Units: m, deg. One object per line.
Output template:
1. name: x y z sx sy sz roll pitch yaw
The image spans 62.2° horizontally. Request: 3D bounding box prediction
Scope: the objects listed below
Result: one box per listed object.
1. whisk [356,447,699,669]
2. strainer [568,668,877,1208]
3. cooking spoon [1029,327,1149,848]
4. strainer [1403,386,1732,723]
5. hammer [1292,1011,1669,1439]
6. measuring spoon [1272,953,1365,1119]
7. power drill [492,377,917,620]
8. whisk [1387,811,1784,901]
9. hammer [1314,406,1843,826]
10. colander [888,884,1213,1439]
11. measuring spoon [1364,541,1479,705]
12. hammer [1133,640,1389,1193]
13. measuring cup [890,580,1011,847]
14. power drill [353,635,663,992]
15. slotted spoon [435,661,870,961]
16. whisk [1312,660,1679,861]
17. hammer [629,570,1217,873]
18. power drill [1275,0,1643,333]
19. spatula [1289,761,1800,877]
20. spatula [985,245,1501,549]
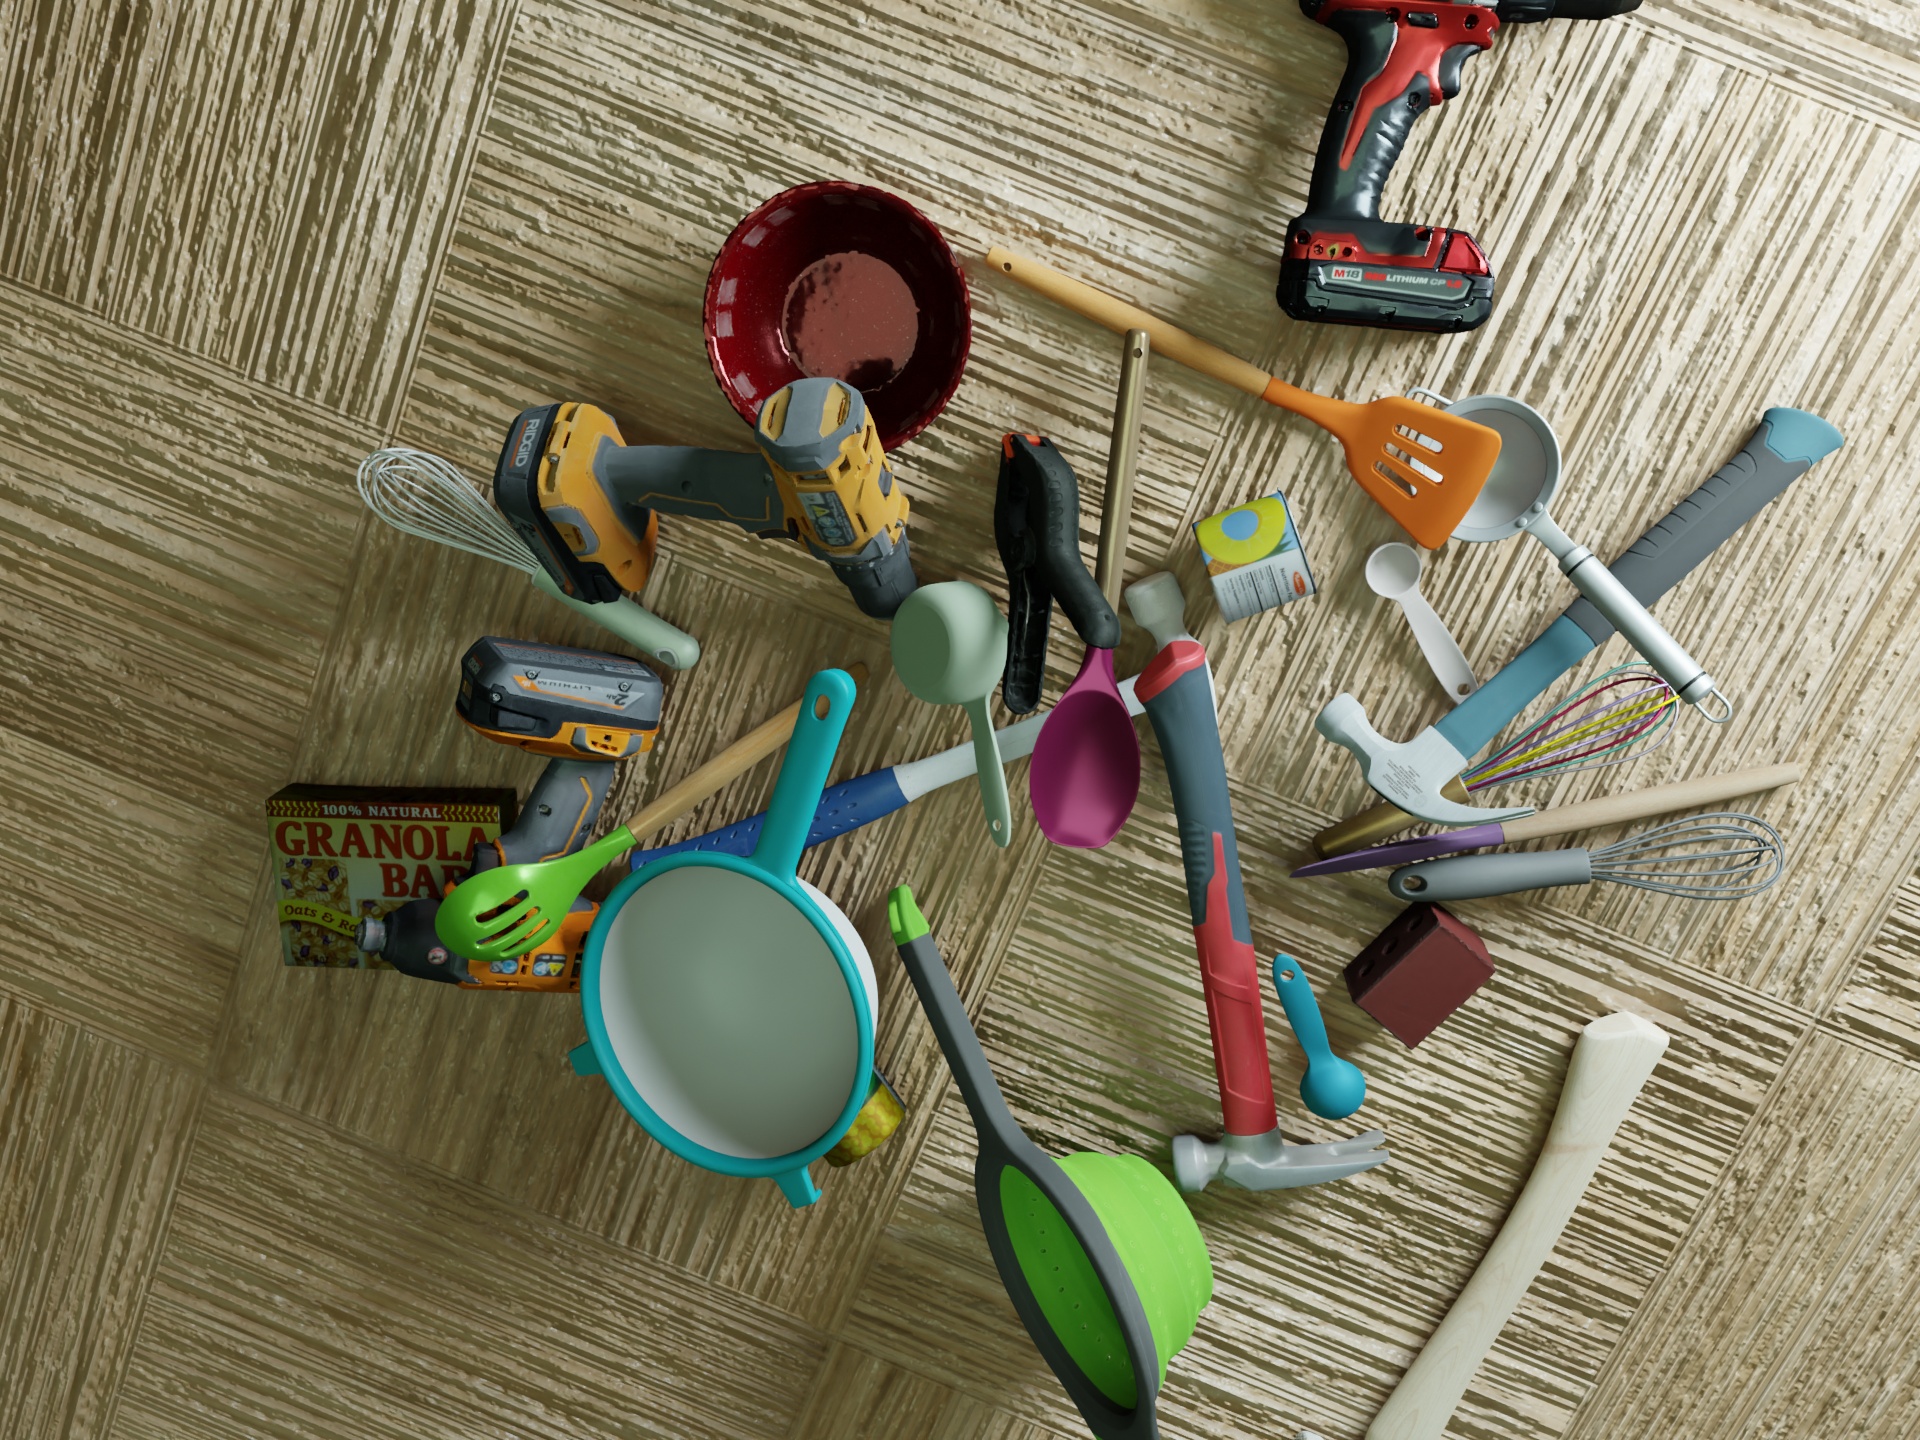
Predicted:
1. whisk: -0.276 -0.103 1.027 0.246 0.059 0.057 31 142 -6
2. strainer: -0.112 0.119 1.002 0.211 0.095 0.340 26 108 18
3. cooking spoon: 0.089 -0.075 0.967 0.069 0.017 0.319 6 103 2
4. strainer: 0.350 -0.097 0.921 0.087 0.050 0.259 -45 70 23
5. hammer: 0.373 0.383 1.076 0.146 0.038 0.410 23 105 -1
6. measuring spoon: 0.223 0.203 1.002 0.042 0.021 0.128 -21 111 10
7. power drill: -0.141 -0.121 0.964 0.226 0.084 0.185 -1 149 15
8. whisk: 0.390 0.094 0.995 0.239 0.055 0.055 -6 103 10
9. hammer: 0.376 -0.064 0.943 0.331 0.033 0.128 -43 71 7
10. colander: 0.066 0.280 1.055 0.094 0.204 0.397 -22 84 -23
11. measuring spoon: 0.289 -0.058 0.989 0.034 0.018 0.124 -32 105 9
12. hammer: 0.181 0.132 1.008 0.143 0.038 0.386 -9 111 7
13. measuring cup: -0.002 -0.003 0.966 0.083 0.038 0.168 -20 79 46
14. power drill: -0.287 0.066 1.015 0.164 0.084 0.226 8 103 -31
15. slotted spoon: -0.187 0.055 1.001 0.314 0.031 0.070 -35 129 -12
16. whisk: 0.333 0.030 0.987 0.245 0.047 0.051 -27 115 16
17. hammer: -0.026 0.043 1.037 0.405 0.035 0.144 -21 100 11
18. power drill: 0.273 -0.335 0.889 0.188 0.080 0.226 6 102 5
19. spatula: 0.362 0.064 0.990 0.316 0.059 0.018 -12 76 3
20. spatula: 0.160 -0.207 0.948 0.322 0.041 0.081 26 122 2
